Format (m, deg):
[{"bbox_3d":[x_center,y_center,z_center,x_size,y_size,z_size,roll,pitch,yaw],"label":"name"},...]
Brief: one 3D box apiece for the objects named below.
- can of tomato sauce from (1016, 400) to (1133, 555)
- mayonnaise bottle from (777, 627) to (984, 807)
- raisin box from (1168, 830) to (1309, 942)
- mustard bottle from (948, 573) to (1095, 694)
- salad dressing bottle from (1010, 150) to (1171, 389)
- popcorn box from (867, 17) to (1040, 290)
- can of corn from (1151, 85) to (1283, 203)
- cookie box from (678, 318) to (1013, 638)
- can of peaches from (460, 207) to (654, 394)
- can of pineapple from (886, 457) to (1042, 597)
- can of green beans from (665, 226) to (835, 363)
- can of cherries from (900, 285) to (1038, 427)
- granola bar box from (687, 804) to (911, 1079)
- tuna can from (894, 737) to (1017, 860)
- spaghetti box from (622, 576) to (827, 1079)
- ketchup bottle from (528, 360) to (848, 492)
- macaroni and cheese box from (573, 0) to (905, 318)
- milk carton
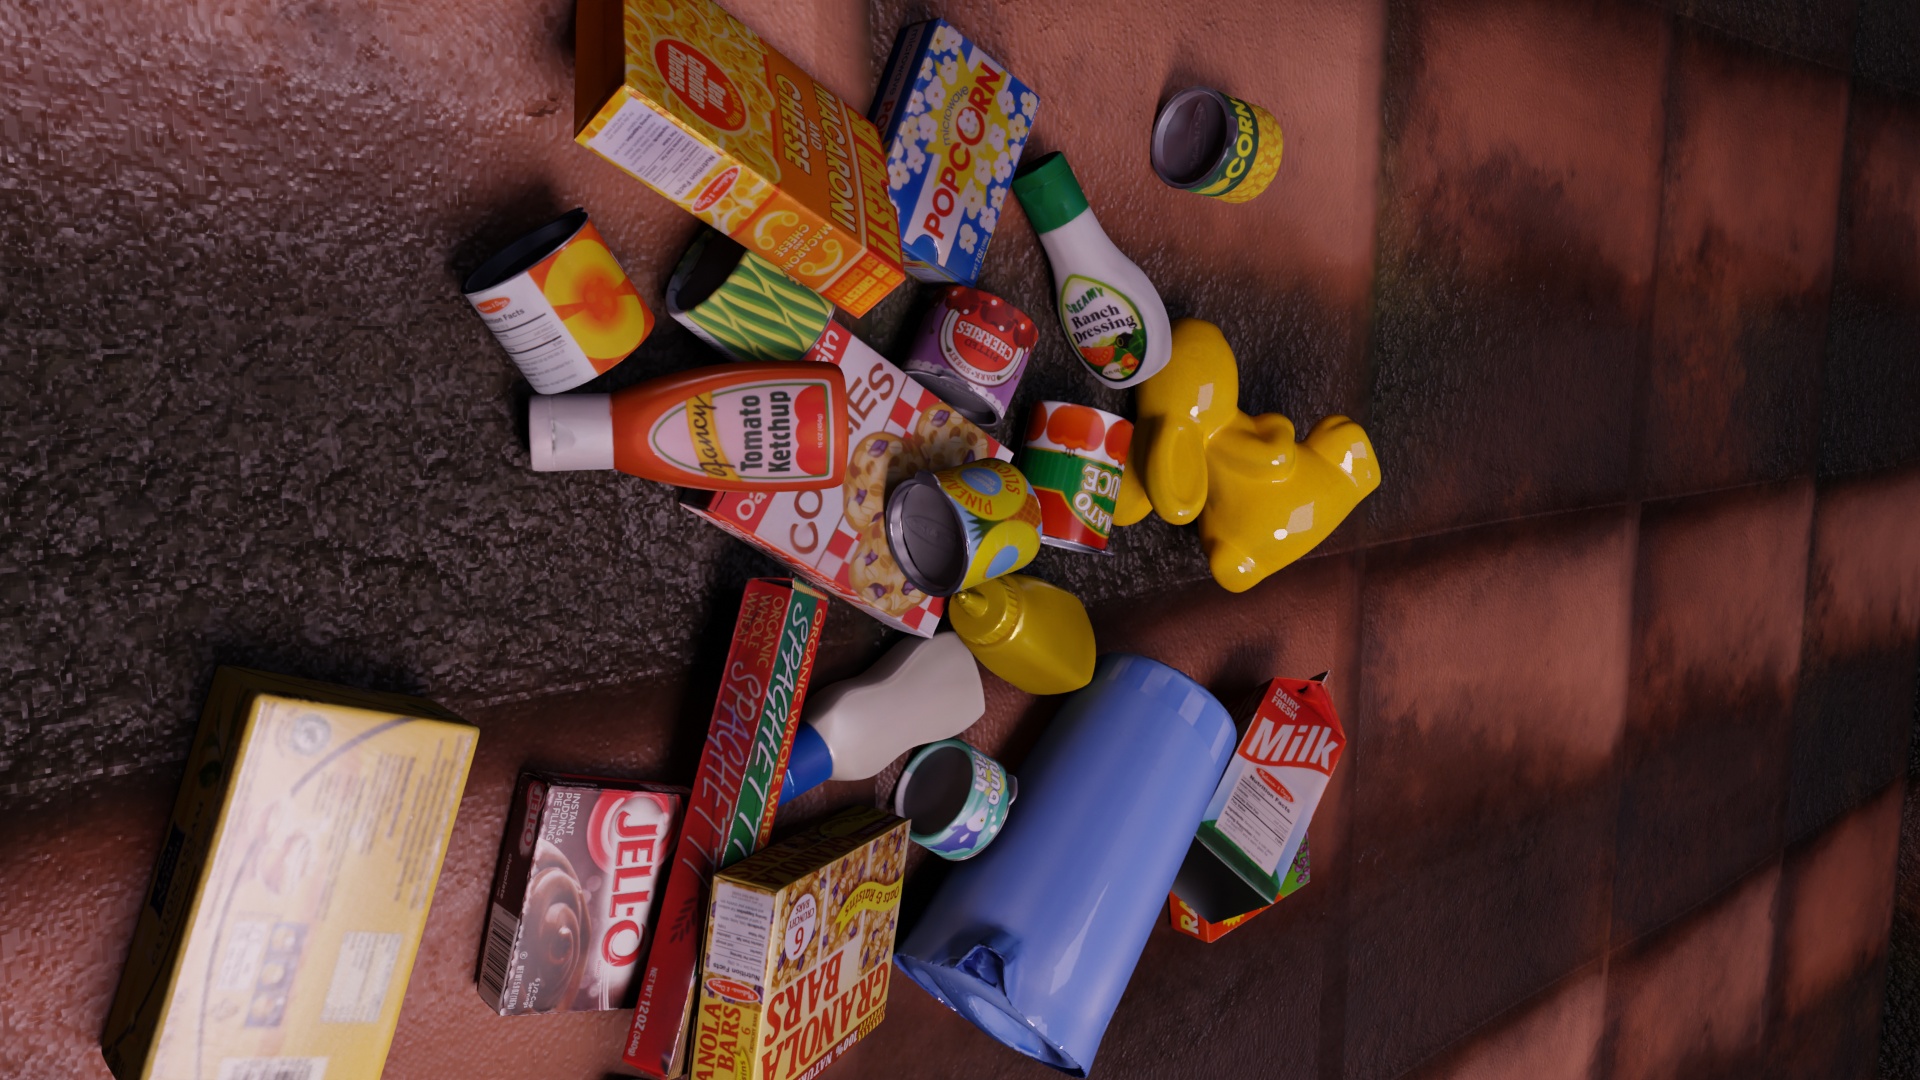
[{"bbox_3d":[0.068,-0.038,0.858,0.071,0.071,0.083,16,85,-41],"label":"can of tomato sauce"},{"bbox_3d":[-0.055,0.103,0.794,0.149,0.041,0.064,-25,105,-34],"label":"mayonnaise bottle"},{"bbox_3d":[0.207,0.234,1.037,0.124,0.040,0.086,-16,107,-39],"label":"raisin box"},{"bbox_3d":[0.032,0.049,0.824,0.160,0.049,0.065,32,50,-57],"label":"mustard bottle"},{"bbox_3d":[0.079,-0.167,0.859,0.147,0.064,0.044,59,41,-20],"label":"salad dressing bottle"},{"bbox_3d":[-0.013,-0.216,0.785,0.085,0.038,0.127,26,79,-41],"label":"popcorn box"},{"bbox_3d":[0.171,-0.260,0.914,0.058,0.071,0.071,1,96,-41],"label":"can of corn"},{"bbox_3d":[-0.057,-0.035,0.771,0.167,0.040,0.123,34,75,-38],"label":"cookie box"},{"bbox_3d":[-0.182,-0.110,0.637,0.071,0.071,0.058,-46,123,-26],"label":"can of peaches"},{"bbox_3d":[0.003,-0.009,0.754,0.058,0.071,0.070,-18,108,-39],"label":"can of pineapple"},{"bbox_3d":[-0.106,-0.123,0.700,0.057,0.071,0.071,39,72,-37],"label":"can of green beans"},{"bbox_3d":[0.005,-0.105,0.794,0.071,0.071,0.058,34,74,-38],"label":"can of cherries"},{"bbox_3d":[-0.082,0.220,0.738,0.166,0.039,0.124,-3,101,-69],"label":"granola bar box"},{"bbox_3d":[-0.004,0.152,0.824,0.033,0.071,0.071,37,72,-37],"label":"tuna can"},{"bbox_3d":[-0.117,0.142,0.710,0.050,0.029,0.250,36,66,-69],"label":"spaghetti box"},{"bbox_3d":[-0.130,-0.054,0.671,0.149,0.043,0.064,-3,104,-15],"label":"ketchup bottle"},{"bbox_3d":[-0.103,-0.195,0.665,0.166,0.040,0.124,27,39,-40],"label":"macaroni and cheese box"},{"bbox_3d":[0.206,0.166,0.974,0.073,0.072,0.191,42,52,-4],"label":"milk carton"}]
